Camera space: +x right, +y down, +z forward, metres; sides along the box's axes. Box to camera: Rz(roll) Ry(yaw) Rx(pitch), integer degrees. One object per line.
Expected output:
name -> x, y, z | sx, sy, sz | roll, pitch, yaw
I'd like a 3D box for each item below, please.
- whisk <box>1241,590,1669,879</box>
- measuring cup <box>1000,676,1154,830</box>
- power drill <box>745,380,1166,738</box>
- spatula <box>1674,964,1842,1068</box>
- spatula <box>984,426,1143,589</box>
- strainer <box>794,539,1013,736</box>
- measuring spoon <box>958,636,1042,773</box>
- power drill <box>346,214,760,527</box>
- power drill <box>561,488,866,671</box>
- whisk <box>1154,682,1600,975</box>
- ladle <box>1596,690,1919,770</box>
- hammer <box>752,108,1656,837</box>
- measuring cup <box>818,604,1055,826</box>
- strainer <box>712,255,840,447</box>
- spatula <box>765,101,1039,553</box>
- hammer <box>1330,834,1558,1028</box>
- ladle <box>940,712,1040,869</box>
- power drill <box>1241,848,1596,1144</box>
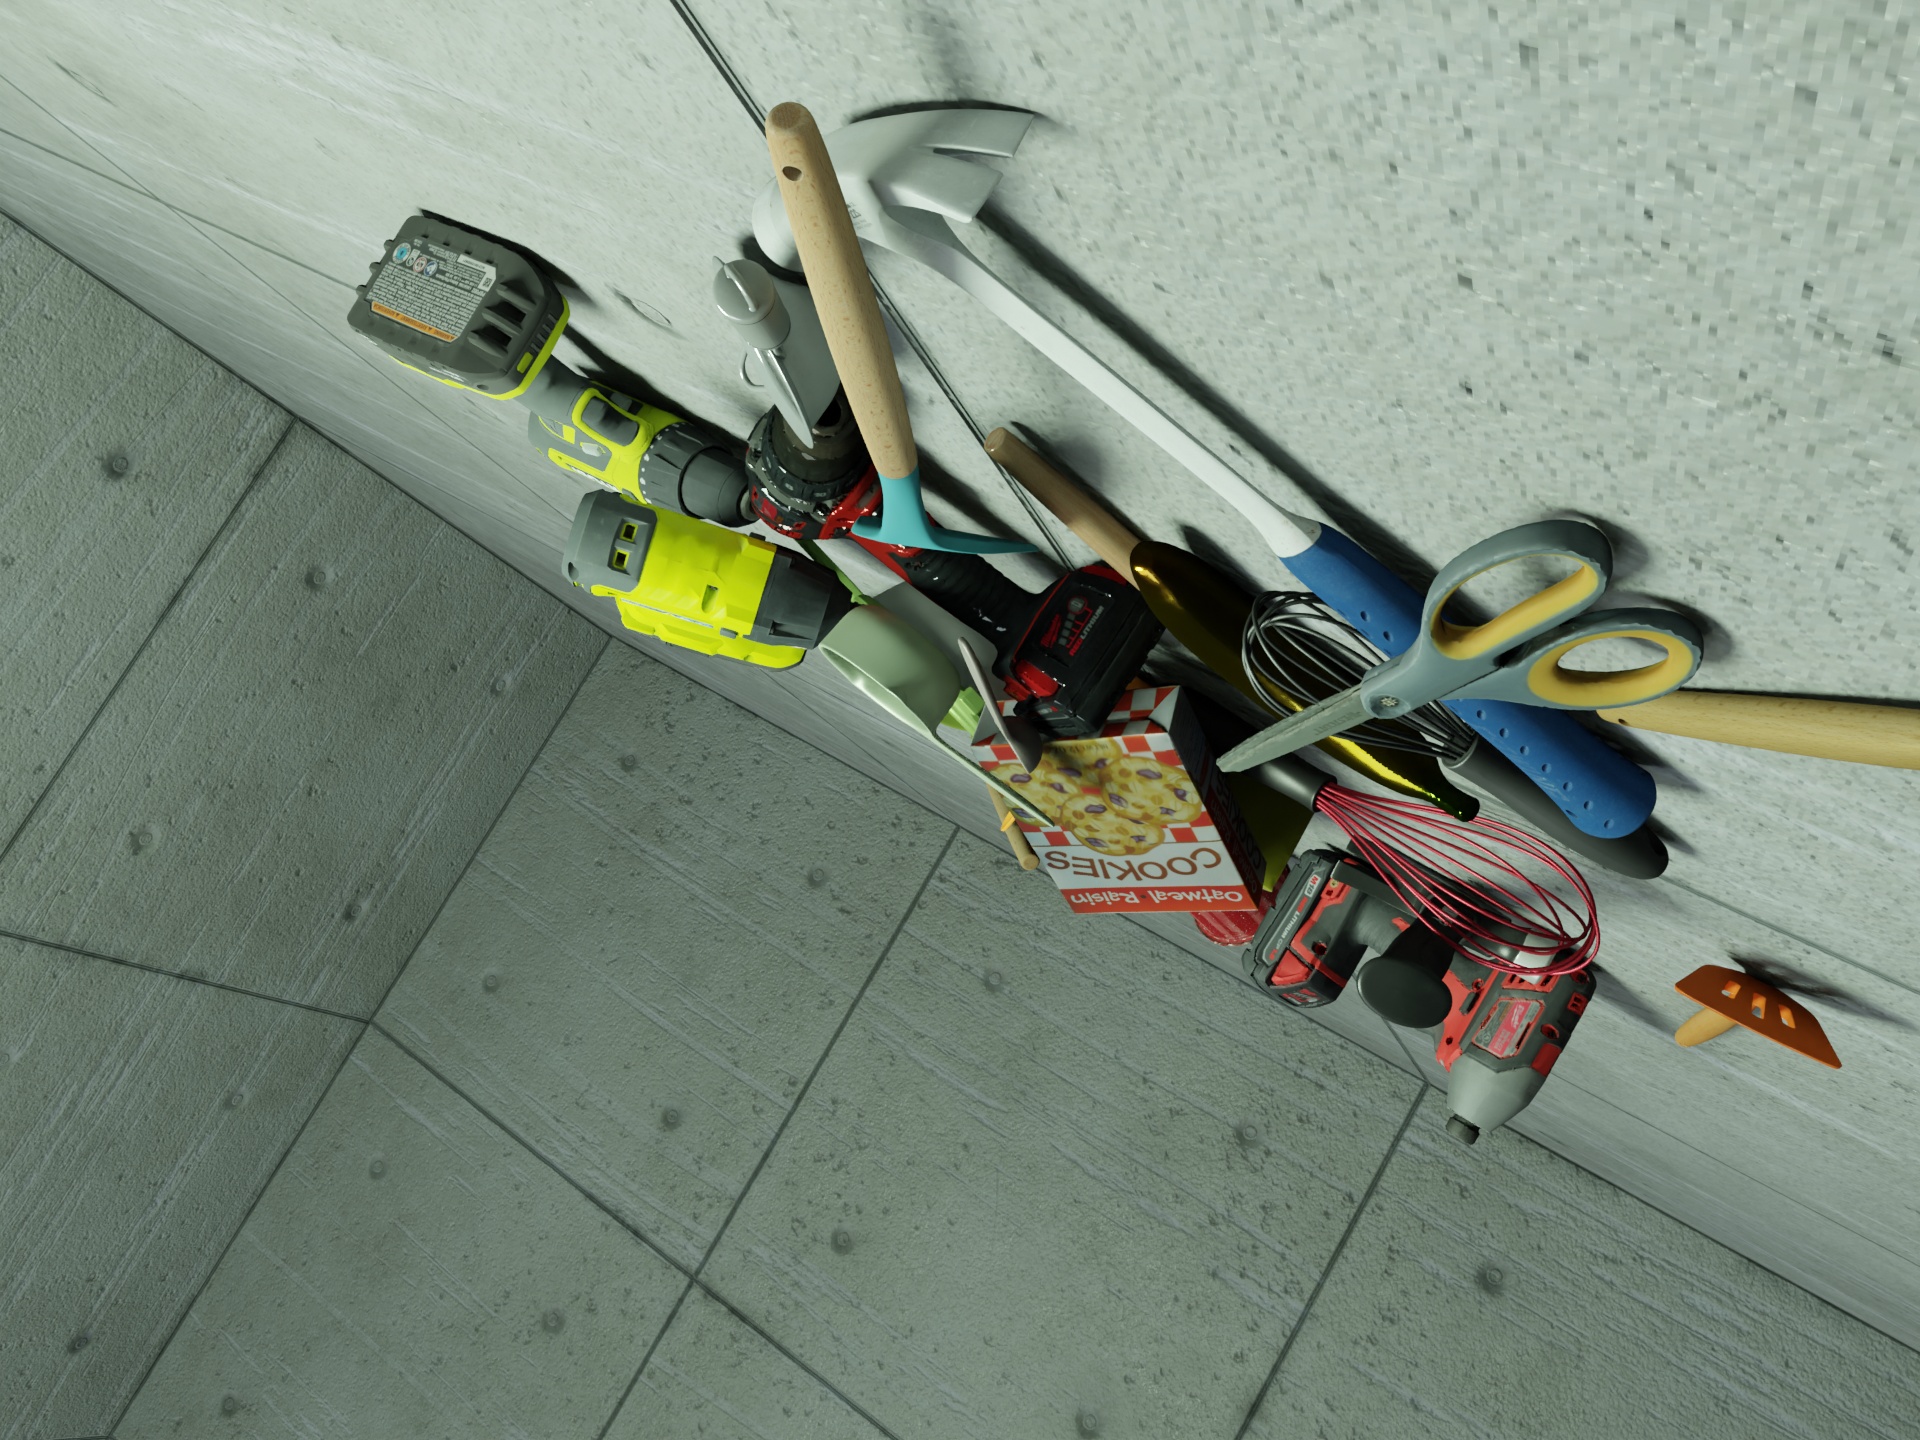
whisk -> 0.215, 0.013, 0.678 | 0.238, 0.055, 0.055 | 28, 174, -17
measuring cup -> 0.083, 0.038, 1.034 | 0.052, 0.095, 0.173 | 29, 139, -7
power drill -> -0.008, -0.087, 0.799 | 0.226, 0.080, 0.188 | 34, 172, -6
spatula -> 0.438, 0.177, 0.918 | 0.081, 0.041, 0.322 | 27, 173, 22
spatula -> 0.118, -0.047, 0.769 | 0.315, 0.018, 0.060 | 35, 175, -37
strainer -> -0.029, -0.078, 1.046 | 0.257, 0.069, 0.151 | 47, 178, 25
measuring spoon -> 0.022, -0.011, 0.807 | 0.034, 0.018, 0.124 | 58, 178, 32
power drill -> -0.232, -0.195, 0.959 | 0.191, 0.080, 0.228 | 27, 175, 31
power drill -> -0.142, -0.078, 0.966 | 0.171, 0.080, 0.223 | 17, 179, -8
whisk -> 0.217, 0.049, 0.879 | 0.296, 0.073, 0.073 | 33, 175, 36
ladle -> 0.283, 0.006, 0.431 | 0.069, 0.031, 0.315 | 32, 175, -17
hammer -> 0.114, -0.069, 0.558 | 0.405, 0.035, 0.144 | 34, 173, -23
measuring cup -> -0.001, -0.003, 0.854 | 0.167, 0.038, 0.083 | 39, 173, -19
strainer -> -0.070, -0.146, 0.592 | 0.087, 0.050, 0.258 | 62, -179, -9
spatula -> -0.025, -0.113, 0.558 | 0.082, 0.044, 0.317 | 12, 163, 10
hammer -> 0.264, 0.125, 0.913 | 0.146, 0.035, 0.334 | 30, -169, 19
ladle -> 0.013, 0.035, 1.211 | 0.078, 0.062, 0.320 | 35, -165, -24
power drill -> 0.316, 0.191, 1.118 | 0.220, 0.143, 0.078 | 27, 175, 43
